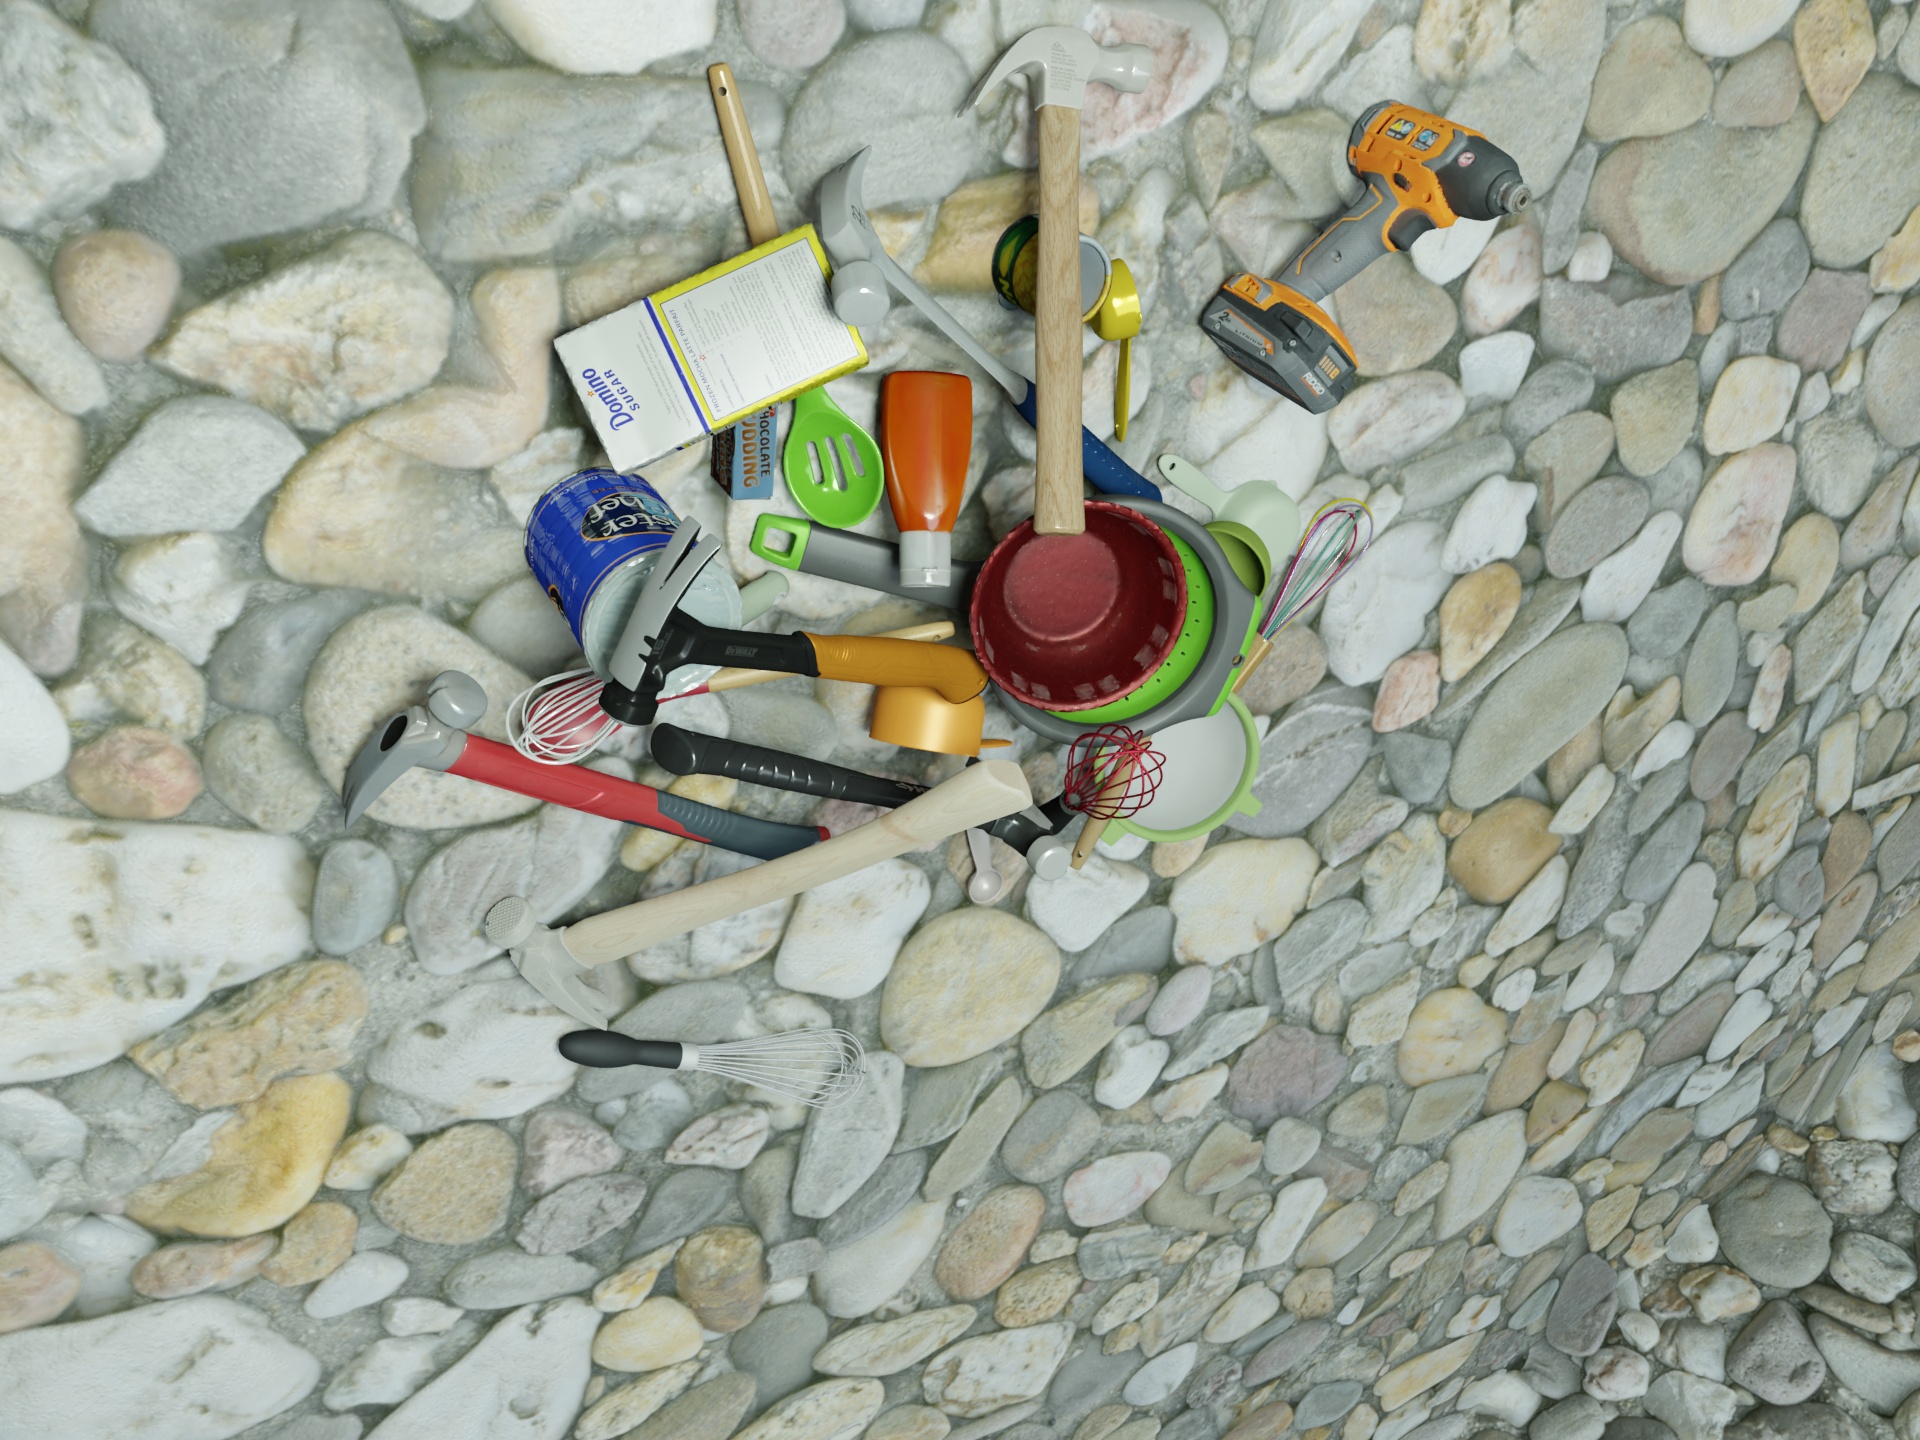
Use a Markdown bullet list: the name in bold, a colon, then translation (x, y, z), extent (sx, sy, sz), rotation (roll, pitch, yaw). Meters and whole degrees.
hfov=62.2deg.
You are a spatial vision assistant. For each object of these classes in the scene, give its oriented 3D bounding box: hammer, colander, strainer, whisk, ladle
- **hammer**: translation (-0.251, 0.069, 1.169), extent (0.143, 0.038, 0.386), rotation (-40, 141, 25)
- **hammer**: translation (0.063, -0.289, 1.051), extent (0.130, 0.031, 0.331), rotation (0, 91, -21)
- **colander**: translation (0.031, -0.106, 1.222), extent (0.397, 0.095, 0.204), rotation (13, 112, -18)
- **strainer**: translation (0.174, -0.023, 1.381), extent (0.151, 0.069, 0.256), rotation (-11, 107, -10)
- **whisk**: translation (-0.203, 0.288, 1.343), extent (0.284, 0.070, 0.070), rotation (13, 112, -32)
- **hammer**: translation (-0.078, 0.048, 1.217), extent (0.334, 0.146, 0.035), rotation (14, 111, -32)
- **ladle**: translation (-0.156, -0.033, 1.141), extent (0.315, 0.031, 0.069), rotation (-13, 141, -10)
- **ladle**: translation (0.161, -0.016, 1.313), extent (0.320, 0.078, 0.062), rotation (-64, 165, 10)
- **whisk**: translation (0.280, -0.093, 1.412), extent (0.047, 0.051, 0.245), rotation (31, 106, -14)
- **hammer**: translation (0.034, -0.244, 1.120), extent (0.035, 0.144, 0.405), rotation (-25, 148, 25)
- **hammer**: translation (-0.138, 0.124, 1.183), extent (0.410, 0.038, 0.146), rotation (-21, 134, 12)
- **whisk**: translation (0.097, 0.061, 1.277), extent (0.073, 0.073, 0.295), rotation (-24, 172, -17)
- **hammer**: translation (-0.083, -0.049, 1.048), extent (0.336, 0.034, 0.127), rotation (4, 119, -54)
- **whisk**: translation (-0.205, -0.043, 1.083), extent (0.246, 0.059, 0.057), rotation (-38, 172, -38)

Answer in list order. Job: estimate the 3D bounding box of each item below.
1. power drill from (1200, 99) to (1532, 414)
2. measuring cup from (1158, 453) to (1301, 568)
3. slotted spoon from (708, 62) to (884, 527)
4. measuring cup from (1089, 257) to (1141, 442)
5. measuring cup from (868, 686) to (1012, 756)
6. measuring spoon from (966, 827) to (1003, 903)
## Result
- **power drill**: translation (0.303, -0.343, 1.176), extent (0.226, 0.164, 0.084), rotation (-50, 132, 8)
- **measuring cup**: translation (0.223, -0.176, 1.316), extent (0.167, 0.038, 0.083), rotation (25, 104, -43)
- **slotted spoon**: translation (-0.113, -0.270, 1.045), extent (0.070, 0.031, 0.313), rotation (-9, 125, 9)
- **measuring cup**: translation (0.110, -0.269, 1.185), extent (0.029, 0.062, 0.156), rotation (-14, 138, -9)
- **measuring cup**: translation (-0.002, -0.004, 1.275), extent (0.173, 0.095, 0.052), rotation (1, 99, -58)
- **measuring spoon**: translation (0.014, 0.105, 1.389), extent (0.034, 0.018, 0.124), rotation (-20, 121, -20)
